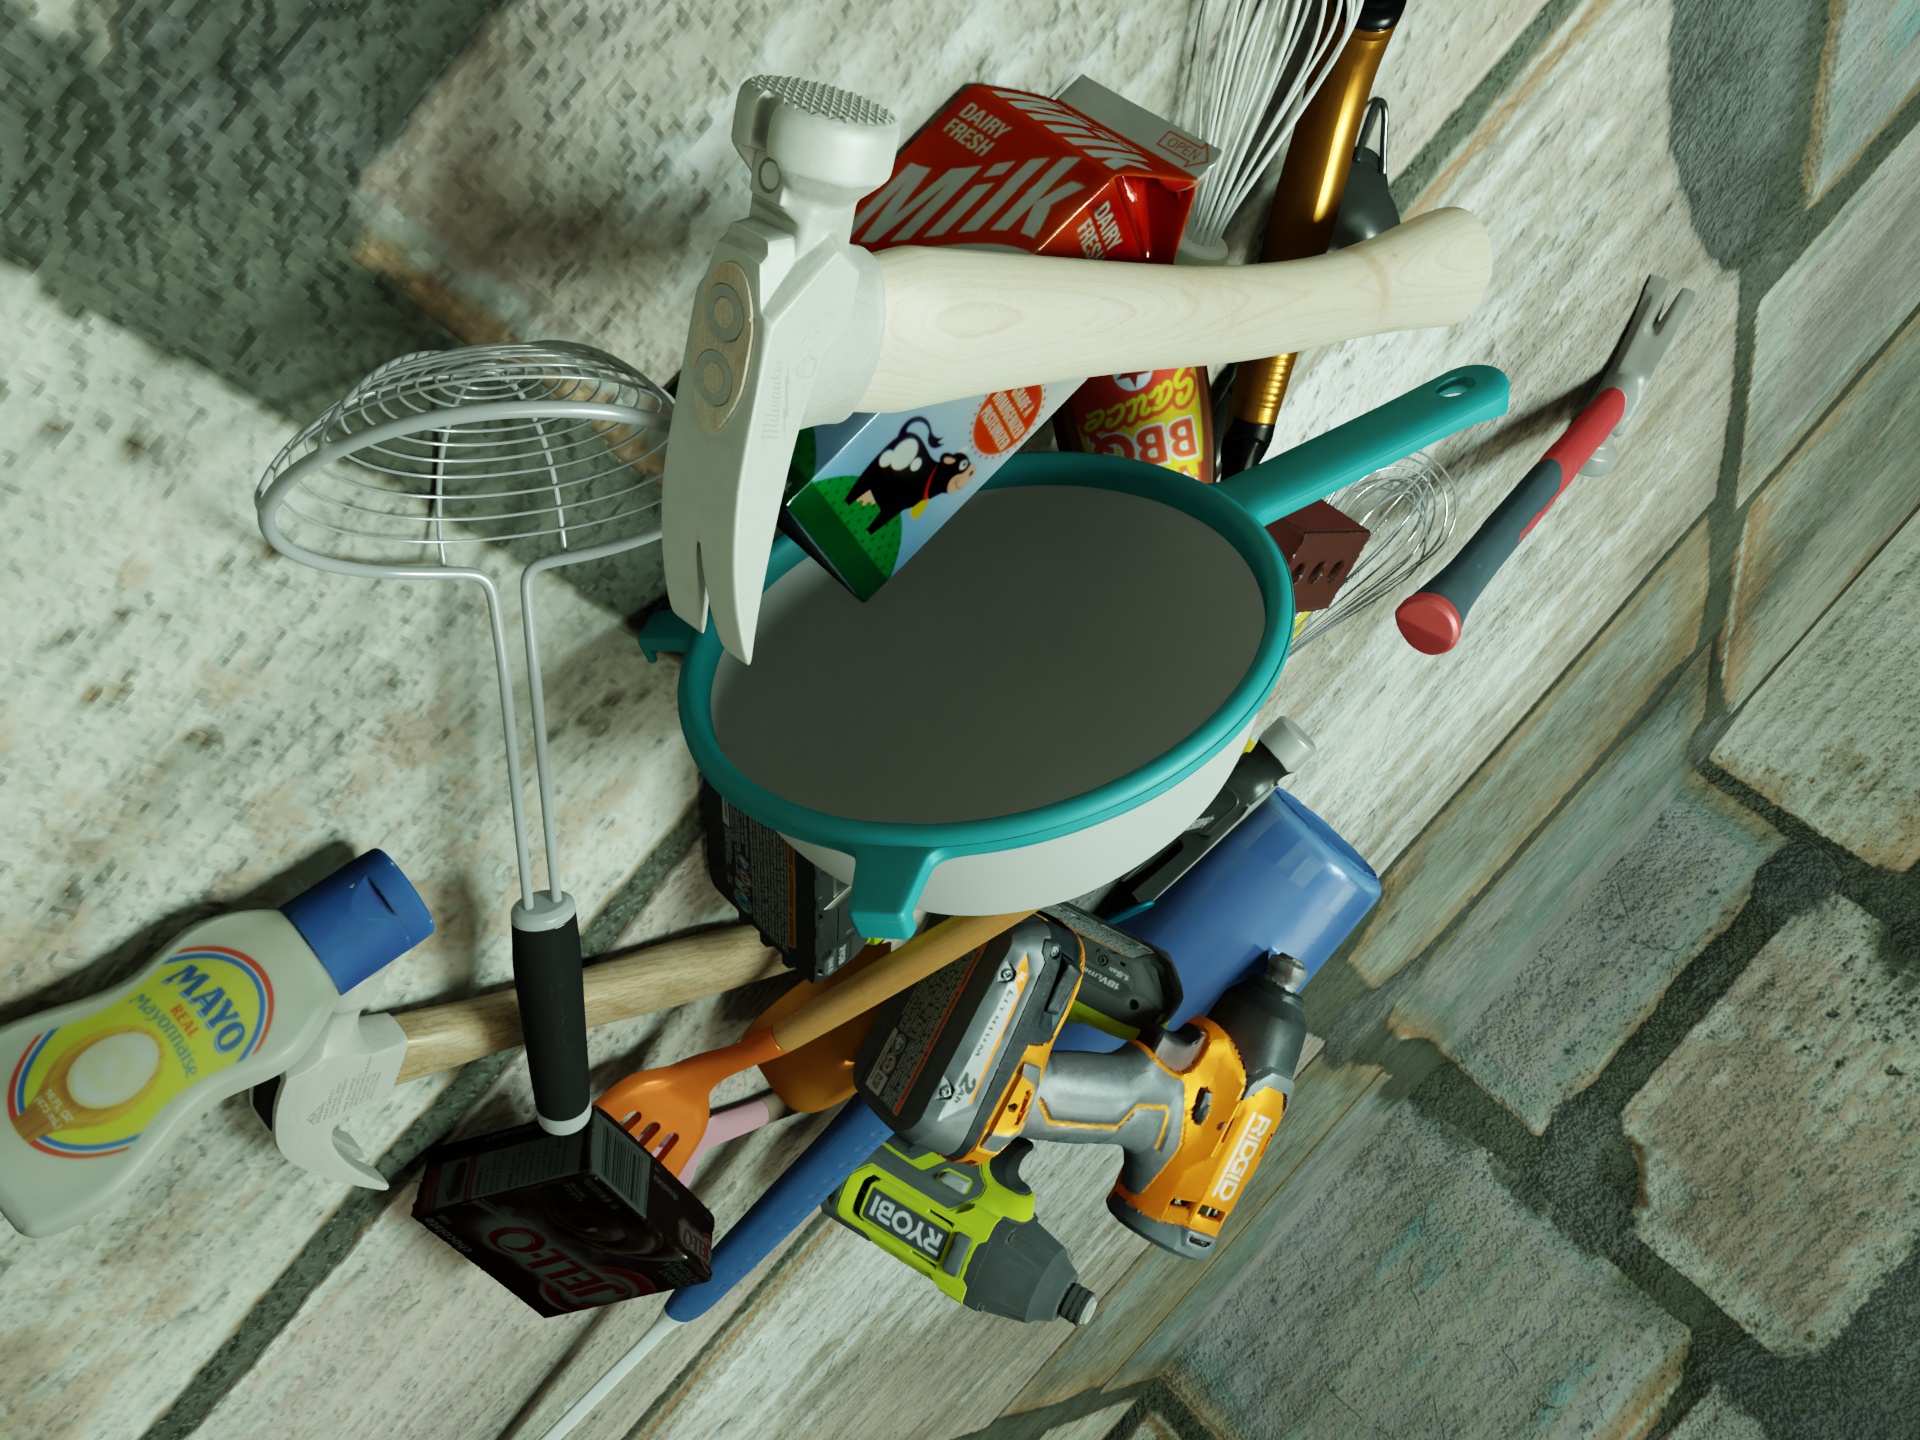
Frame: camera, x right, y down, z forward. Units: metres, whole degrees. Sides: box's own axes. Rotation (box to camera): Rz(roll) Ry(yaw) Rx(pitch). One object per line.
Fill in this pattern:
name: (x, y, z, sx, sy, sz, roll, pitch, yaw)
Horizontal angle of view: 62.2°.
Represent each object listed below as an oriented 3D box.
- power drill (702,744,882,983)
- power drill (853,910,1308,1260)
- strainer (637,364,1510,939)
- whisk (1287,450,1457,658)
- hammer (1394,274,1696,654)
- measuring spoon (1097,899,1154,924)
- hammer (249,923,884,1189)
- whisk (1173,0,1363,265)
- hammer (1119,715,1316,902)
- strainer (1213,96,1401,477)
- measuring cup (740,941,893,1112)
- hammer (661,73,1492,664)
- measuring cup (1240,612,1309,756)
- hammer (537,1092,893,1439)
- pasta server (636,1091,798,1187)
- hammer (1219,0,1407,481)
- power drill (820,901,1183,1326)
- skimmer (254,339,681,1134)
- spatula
power drill: (-0.001, -0.002, 0.714, 0.228, 0.080, 0.190, -33, 148, -30)
power drill: (0.077, 0.164, 0.792, 0.226, 0.084, 0.164, 29, 88, -32)
strainer: (0.068, -0.030, 0.584, 0.340, 0.211, 0.095, -27, 131, -17)
whisk: (0.181, -0.044, 0.942, 0.284, 0.070, 0.070, -49, 152, 14)
hammer: (0.362, -0.154, 0.979, 0.386, 0.038, 0.143, -40, 153, -43)
measuring spoon: (0.063, 0.122, 0.962, 0.128, 0.021, 0.042, -28, 162, 35)
hammer: (-0.150, 0.120, 0.705, 0.331, 0.031, 0.130, -8, 132, -51)
whisk: (0.099, -0.200, 0.643, 0.059, 0.058, 0.246, 4, 134, -14)
hammer: (0.105, 0.056, 0.870, 0.146, 0.035, 0.334, -45, 164, 16)
strainer: (0.144, -0.162, 0.753, 0.086, 0.050, 0.258, -6, 135, -50)
measuring cup: (-0.058, 0.174, 0.849, 0.095, 0.052, 0.173, -34, 161, -8)
hammer: (0.073, -0.127, 0.533, 0.410, 0.038, 0.146, -20, 136, -46)
measuring cup: (0.193, -0.004, 1.025, 0.062, 0.029, 0.156, -14, 140, -46)
hammer: (-0.165, 0.344, 0.914, 0.405, 0.035, 0.144, -47, 153, 13)
pasta server: (-0.090, 0.221, 0.909, 0.316, 0.040, 0.060, -7, 123, -52)
hammer: (0.131, -0.146, 0.695, 0.127, 0.034, 0.336, -79, 180, -65)
power drill: (0.031, 0.219, 0.904, 0.080, 0.171, 0.223, 6, 107, -66)
skimmer: (-0.139, 0.039, 0.523, 0.127, 0.090, 0.363, -9, 130, -18)
spatula: (-0.062, 0.141, 0.723, 0.322, 0.041, 0.081, -33, 128, 18)
